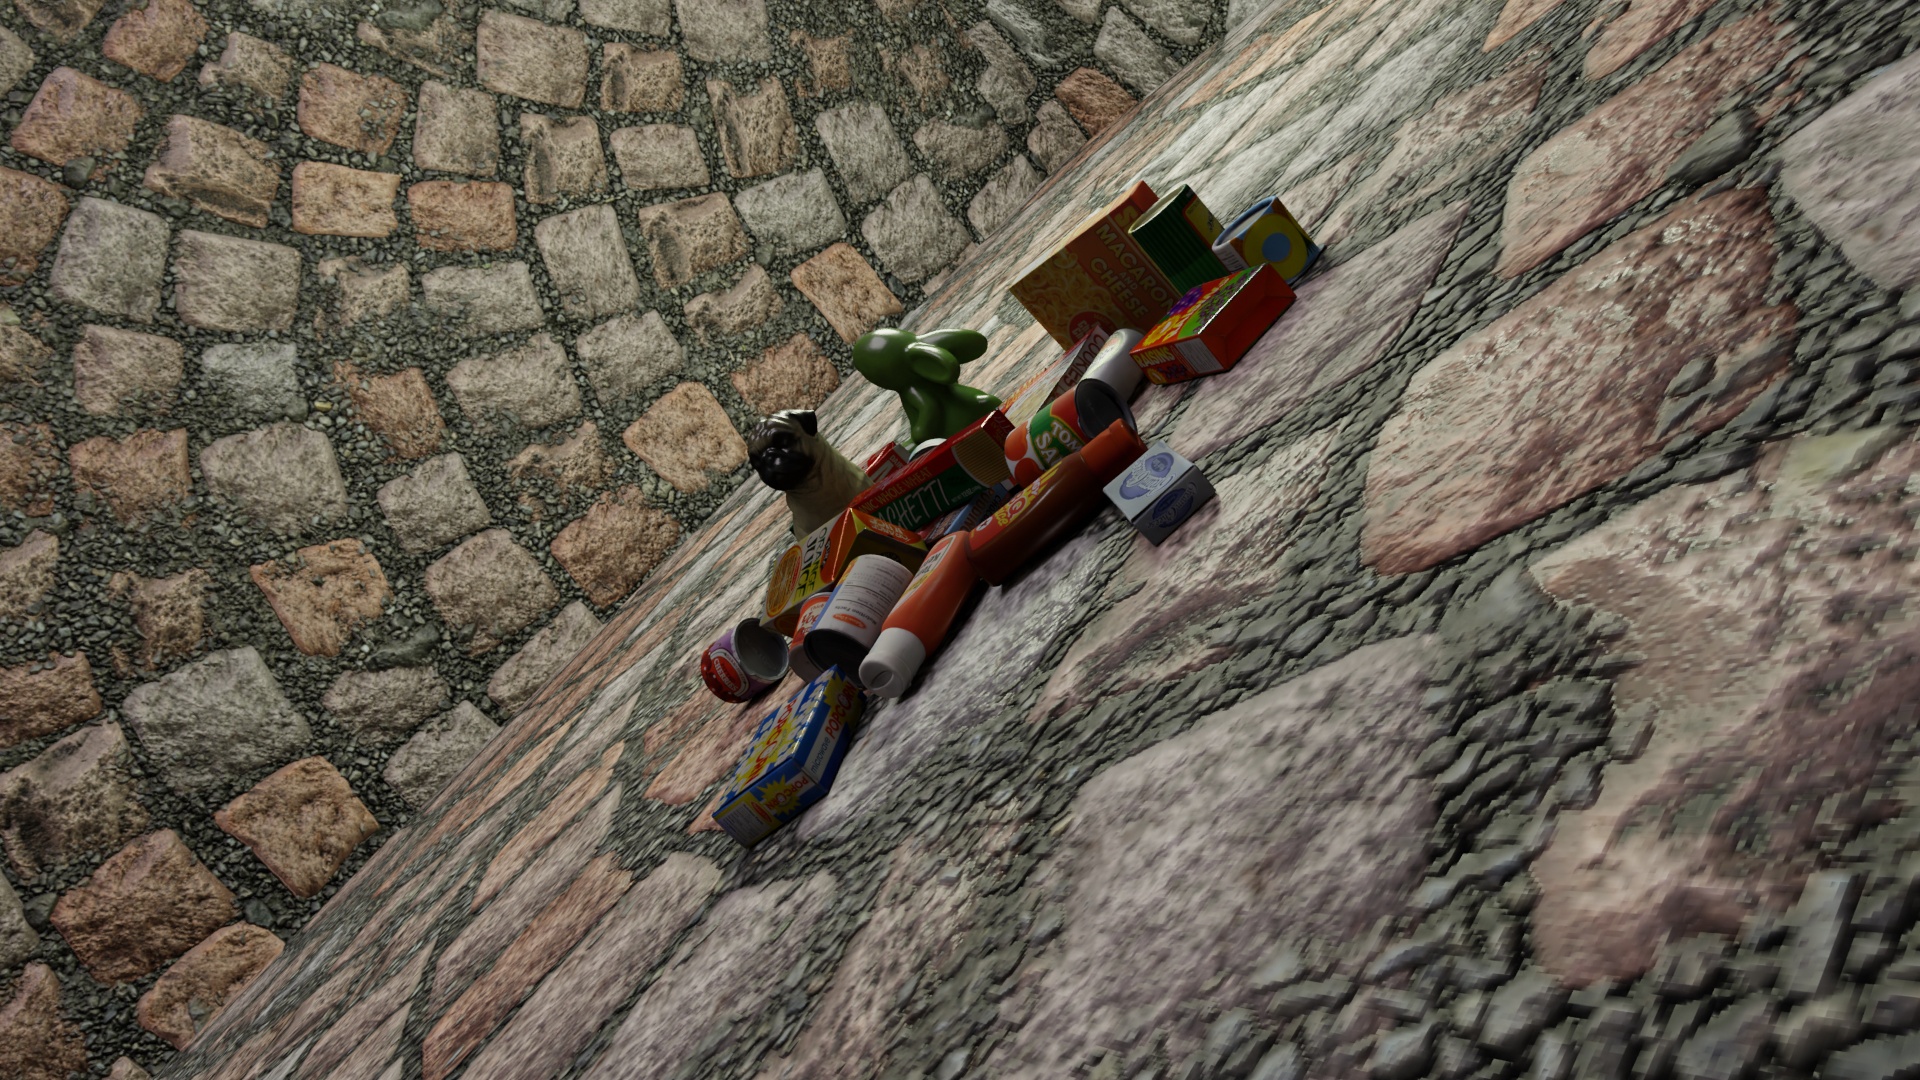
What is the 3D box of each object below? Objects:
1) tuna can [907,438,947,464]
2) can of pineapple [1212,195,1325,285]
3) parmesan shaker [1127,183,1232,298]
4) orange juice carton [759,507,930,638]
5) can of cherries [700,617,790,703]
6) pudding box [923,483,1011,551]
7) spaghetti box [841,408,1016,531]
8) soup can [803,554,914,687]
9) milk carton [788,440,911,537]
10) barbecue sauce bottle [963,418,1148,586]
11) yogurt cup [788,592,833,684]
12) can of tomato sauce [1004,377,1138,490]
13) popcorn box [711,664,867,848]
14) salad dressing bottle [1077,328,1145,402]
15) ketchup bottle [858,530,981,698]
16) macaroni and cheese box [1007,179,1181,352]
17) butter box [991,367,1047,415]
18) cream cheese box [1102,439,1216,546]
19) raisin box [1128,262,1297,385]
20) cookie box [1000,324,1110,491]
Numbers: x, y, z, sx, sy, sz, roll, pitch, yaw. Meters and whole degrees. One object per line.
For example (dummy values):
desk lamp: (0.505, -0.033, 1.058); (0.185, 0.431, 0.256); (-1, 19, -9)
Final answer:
tuna can: (-0.021, -0.063, 1.363); (0.071, 0.071, 0.033); (-40, 11, 12)
can of pineapple: (0.247, -0.237, 1.121); (0.071, 0.058, 0.071); (-40, 12, 11)
parmesan shaker: (0.200, -0.245, 1.189); (0.071, 0.103, 0.071); (-40, 13, 11)
orange juice carton: (-0.097, 0.030, 1.199); (0.192, 0.072, 0.073); (-30, 44, 53)
can of cherries: (-0.208, 0.117, 1.330); (0.058, 0.071, 0.072); (-35, 15, 34)
pudding box: (0.004, -0.015, 1.200); (0.049, 0.030, 0.084); (-27, 20, 49)
spaghetti box: (-0.026, -0.048, 1.212); (0.249, 0.050, 0.029); (-27, 19, 53)
soup can: (-0.075, 0.064, 1.086); (0.071, 0.071, 0.084); (-30, 24, 46)
milk carton: (-0.096, -0.042, 1.506); (0.189, 0.072, 0.074); (-32, 17, 45)
barbecue sauce bottle: (0.070, -0.029, 1.011); (0.148, 0.043, 0.065); (-39, 12, 16)
yogurt cup: (-0.107, 0.085, 1.141); (0.072, 0.072, 0.054); (-33, 24, 38)
can of tomato sauce: (0.084, -0.076, 1.073); (0.082, 0.071, 0.071); (-33, 16, 40)
popcorn box: (-0.122, 0.155, 1.007); (0.085, 0.038, 0.127); (-39, 13, 24)
salad dressing bottle: (0.118, -0.123, 1.175); (0.064, 0.044, 0.148); (-41, 10, 48)
ketchup bottle: (-0.028, 0.056, 1.031); (0.064, 0.043, 0.149); (-44, 9, 42)
macaroni and cheese box: (0.144, -0.238, 1.293); (0.166, 0.123, 0.040); (-31, 20, 44)
butter box: (0.058, -0.136, 1.449); (0.103, 0.024, 0.053); (-39, 12, 17)
cream cheese box: (0.126, -0.033, 0.894); (0.053, 0.024, 0.104); (-42, 12, 6)
raisin box: (0.197, -0.169, 1.097); (0.086, 0.040, 0.123); (-47, 14, -13)
cookie box: (0.073, -0.111, 1.264); (0.122, 0.040, 0.168); (-39, 12, 46)
